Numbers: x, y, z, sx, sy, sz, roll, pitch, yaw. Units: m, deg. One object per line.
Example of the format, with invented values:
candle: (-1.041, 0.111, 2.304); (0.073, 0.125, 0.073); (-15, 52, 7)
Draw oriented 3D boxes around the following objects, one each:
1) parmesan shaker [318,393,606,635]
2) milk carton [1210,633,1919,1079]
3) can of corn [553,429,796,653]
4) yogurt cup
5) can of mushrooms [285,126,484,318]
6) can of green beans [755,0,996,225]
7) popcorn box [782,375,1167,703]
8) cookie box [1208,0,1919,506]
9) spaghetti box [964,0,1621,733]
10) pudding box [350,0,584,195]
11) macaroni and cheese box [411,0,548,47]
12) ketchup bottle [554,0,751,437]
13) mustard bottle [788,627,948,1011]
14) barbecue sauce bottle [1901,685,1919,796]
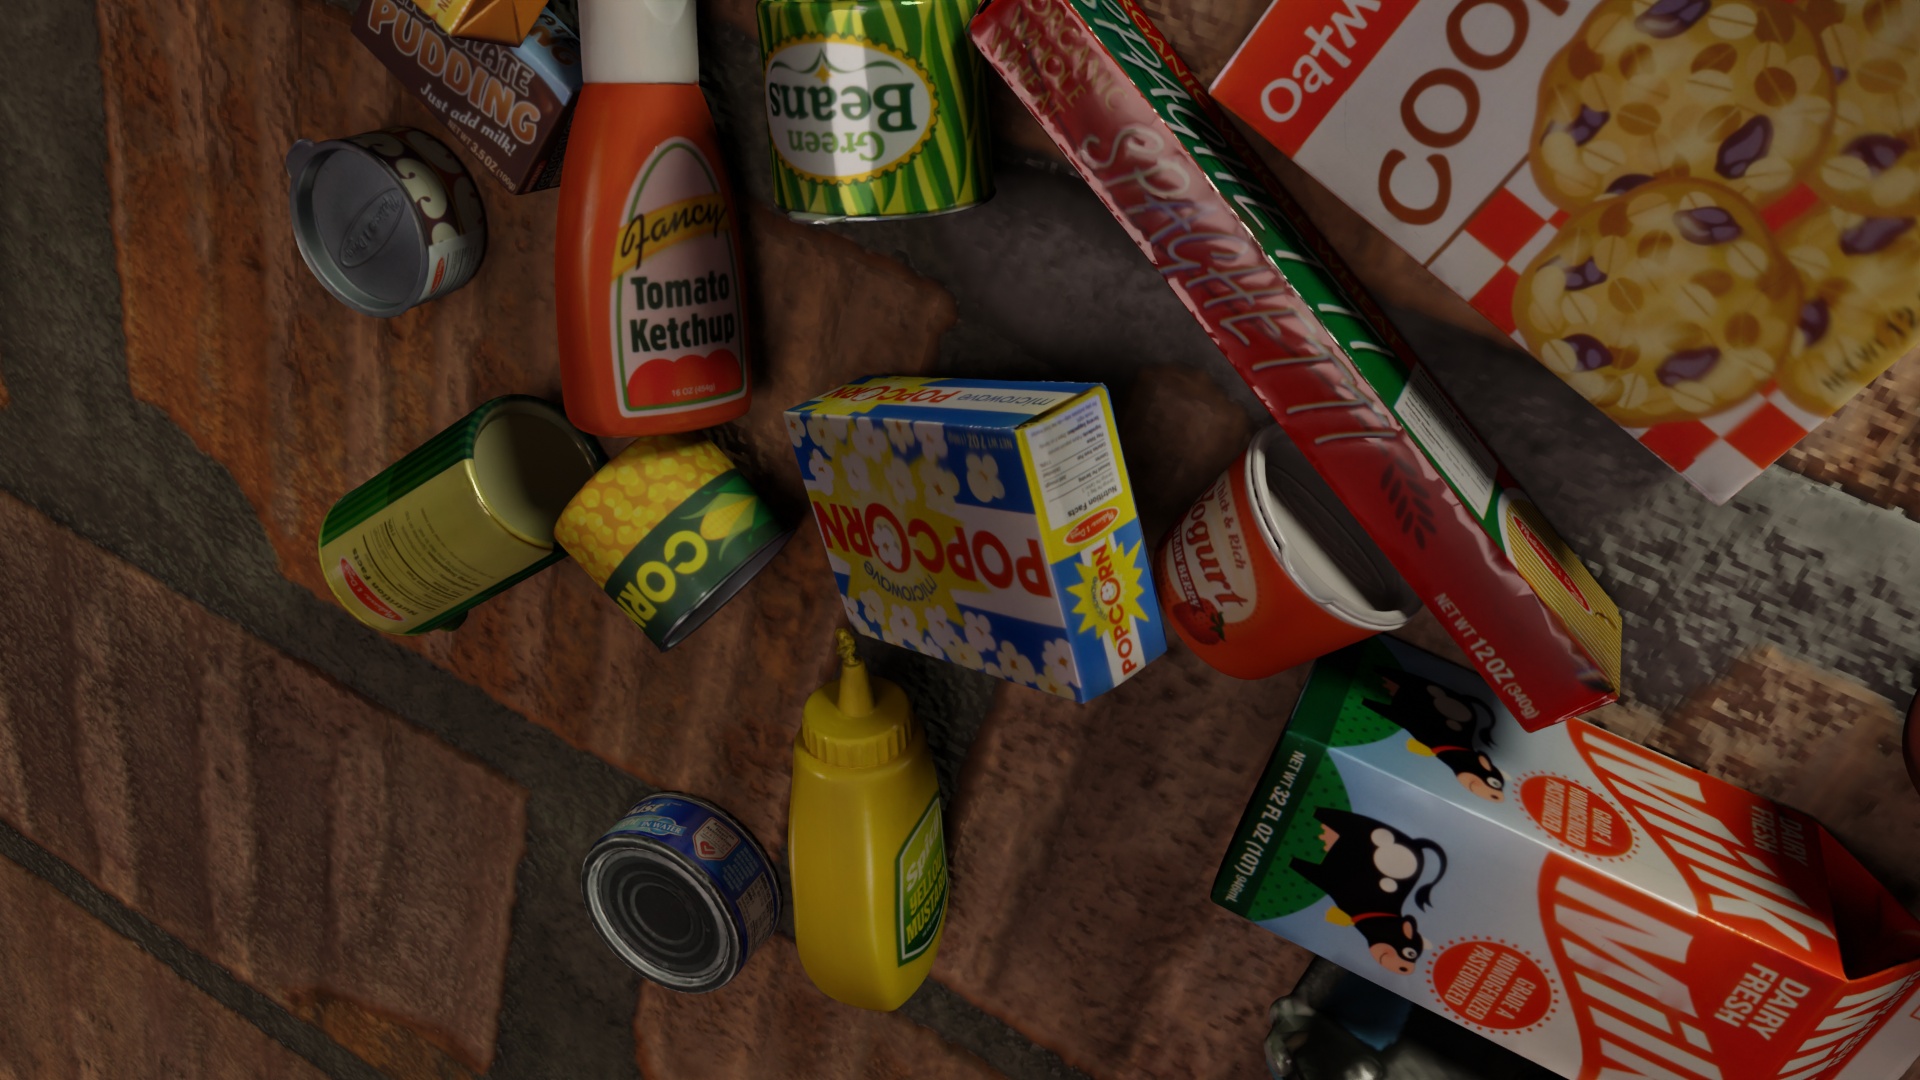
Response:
parmesan shaker: (-0.193, -0.007, 0.548); (0.103, 0.072, 0.071); (-23, 102, 33)
milk carton: (0.180, 0.103, 0.406); (0.191, 0.074, 0.072); (25, 123, 14)
can of corn: (-0.104, -0.002, 0.501); (0.058, 0.071, 0.071); (46, 126, 0)
yogurt cup: (0.094, 0.006, 0.409); (0.072, 0.073, 0.053); (47, 133, -1)
can of mushrooms: (-0.216, -0.122, 0.522); (0.071, 0.034, 0.070); (12, 120, 22)
can of green beans: (-0.024, -0.127, 0.400); (0.071, 0.071, 0.057); (9, 117, 23)
popcorn box: (0.002, -0.005, 0.435); (0.126, 0.038, 0.085); (11, 123, 53)
cookie box: (0.163, -0.108, 0.331); (0.167, 0.040, 0.122); (40, 125, 3)
spaghetti box: (0.095, -0.058, 0.384); (0.028, 0.050, 0.250); (-38, 94, 34)
pudding box: (-0.162, -0.166, 0.474); (0.083, 0.030, 0.049); (45, 124, 0)
macaroni and cheese box: (-0.170, -0.252, 0.412); (0.166, 0.040, 0.123); (42, 110, 2)
ketchup bottle: (-0.102, -0.111, 0.454); (0.043, 0.065, 0.148); (18, 115, 44)
mustard bottle: (-0.035, 0.101, 0.514); (0.049, 0.066, 0.159); (10, 124, 20)
barbecue sauce bottle: (0.297, 0.100, 0.354); (0.043, 0.065, 0.148); (-29, 107, 37)
